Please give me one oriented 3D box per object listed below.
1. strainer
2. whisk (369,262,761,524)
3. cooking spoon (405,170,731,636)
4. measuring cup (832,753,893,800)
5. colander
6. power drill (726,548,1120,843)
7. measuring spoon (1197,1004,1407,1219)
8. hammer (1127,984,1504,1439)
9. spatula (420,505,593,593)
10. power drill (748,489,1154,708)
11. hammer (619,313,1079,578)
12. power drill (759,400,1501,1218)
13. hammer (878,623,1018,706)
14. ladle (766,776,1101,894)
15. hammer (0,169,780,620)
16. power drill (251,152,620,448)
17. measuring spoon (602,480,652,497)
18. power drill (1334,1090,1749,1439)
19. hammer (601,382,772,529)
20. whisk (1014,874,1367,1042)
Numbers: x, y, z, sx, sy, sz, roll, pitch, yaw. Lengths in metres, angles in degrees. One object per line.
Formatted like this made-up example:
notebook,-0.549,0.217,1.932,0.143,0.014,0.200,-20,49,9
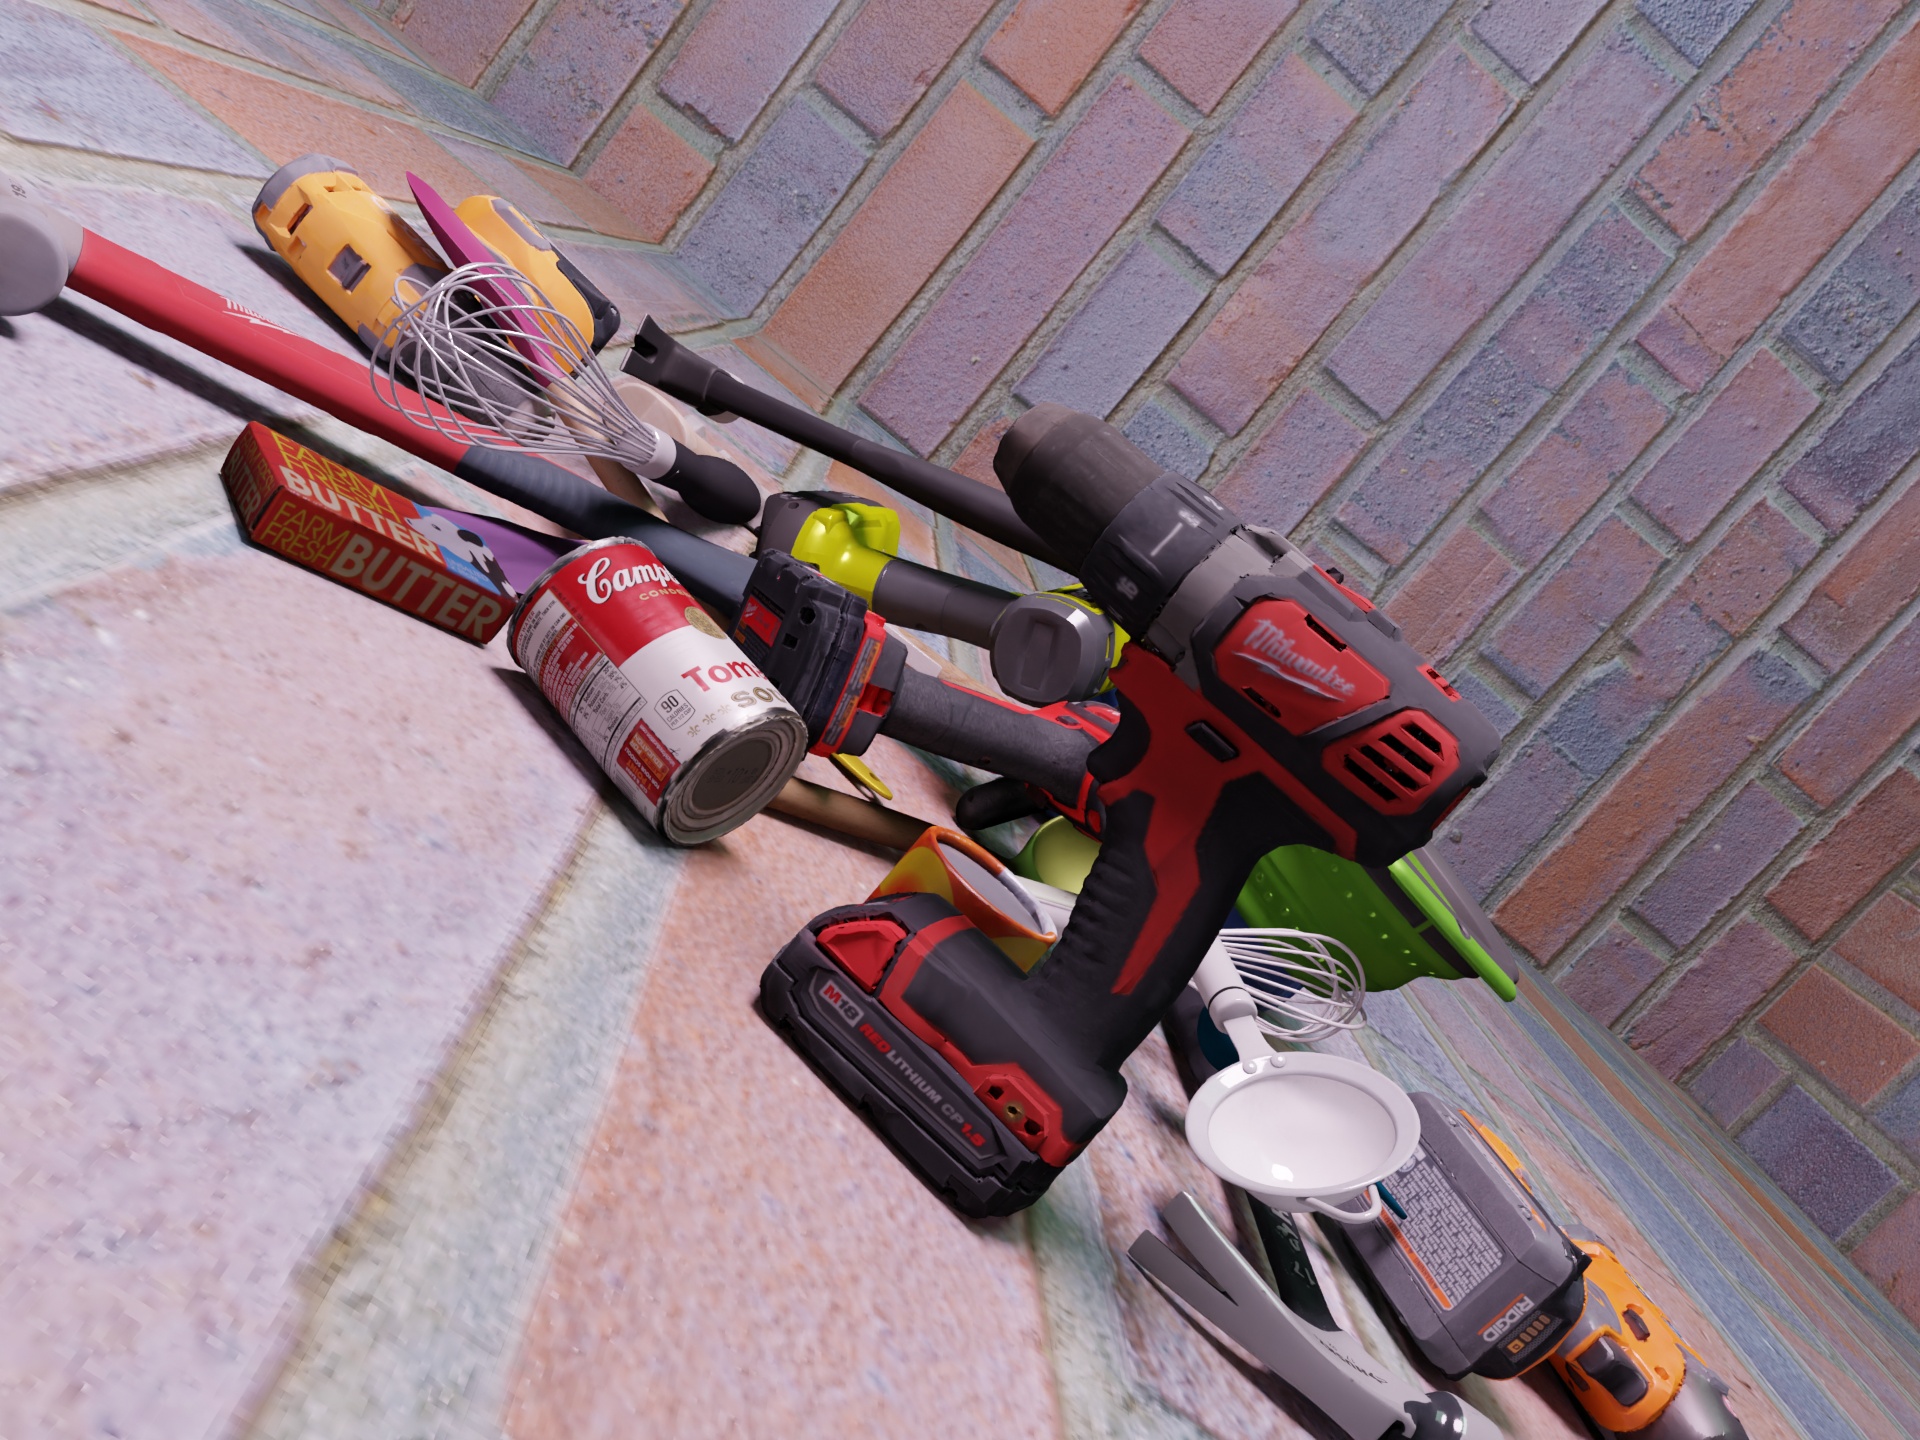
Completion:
strainer,0.117,0.127,0.661,0.259,0.087,0.050,-110,-168,-59
whisk,-0.151,-0.123,0.679,0.070,0.070,0.284,44,7,16
cooking spoon,-0.196,-0.153,0.825,0.319,0.017,0.069,55,6,4
measuring cup,-0.080,-0.017,0.838,0.157,0.029,0.062,43,11,24
colander,0.200,0.050,0.942,0.204,0.094,0.397,45,15,-18
power drill,-0.001,-0.002,0.760,0.219,0.078,0.143,21,7,-23
measuring spoon,0.148,0.178,0.707,0.128,0.021,0.042,48,4,3
hammer,0.122,0.179,0.737,0.149,0.036,0.409,38,10,-10
spatula,-0.176,-0.080,0.796,0.060,0.018,0.316,41,12,7
power drill,0.006,-0.072,0.954,0.228,0.080,0.190,18,15,19
hammer,-0.044,-0.146,0.904,0.335,0.035,0.146,27,4,18
power drill,0.034,0.025,0.525,0.188,0.226,0.080,43,11,12
hammer,0.031,-0.003,1.171,0.331,0.031,0.130,34,12,-32
ladle,-0.002,0.052,0.769,0.319,0.062,0.078,24,28,-50
hammer,-0.233,-0.131,0.691,0.386,0.038,0.143,26,15,-43
power drill,-0.276,-0.233,0.919,0.185,0.084,0.226,45,14,-2
measuring spoon,-0.162,-0.109,0.962,0.124,0.018,0.034,39,10,-12
power drill,0.284,0.284,0.750,0.226,0.084,0.164,39,10,-31
hammer,-0.147,-0.147,0.972,0.146,0.038,0.411,41,2,-5
whisk,0.091,0.107,0.760,0.246,0.057,0.059,18,18,-18
